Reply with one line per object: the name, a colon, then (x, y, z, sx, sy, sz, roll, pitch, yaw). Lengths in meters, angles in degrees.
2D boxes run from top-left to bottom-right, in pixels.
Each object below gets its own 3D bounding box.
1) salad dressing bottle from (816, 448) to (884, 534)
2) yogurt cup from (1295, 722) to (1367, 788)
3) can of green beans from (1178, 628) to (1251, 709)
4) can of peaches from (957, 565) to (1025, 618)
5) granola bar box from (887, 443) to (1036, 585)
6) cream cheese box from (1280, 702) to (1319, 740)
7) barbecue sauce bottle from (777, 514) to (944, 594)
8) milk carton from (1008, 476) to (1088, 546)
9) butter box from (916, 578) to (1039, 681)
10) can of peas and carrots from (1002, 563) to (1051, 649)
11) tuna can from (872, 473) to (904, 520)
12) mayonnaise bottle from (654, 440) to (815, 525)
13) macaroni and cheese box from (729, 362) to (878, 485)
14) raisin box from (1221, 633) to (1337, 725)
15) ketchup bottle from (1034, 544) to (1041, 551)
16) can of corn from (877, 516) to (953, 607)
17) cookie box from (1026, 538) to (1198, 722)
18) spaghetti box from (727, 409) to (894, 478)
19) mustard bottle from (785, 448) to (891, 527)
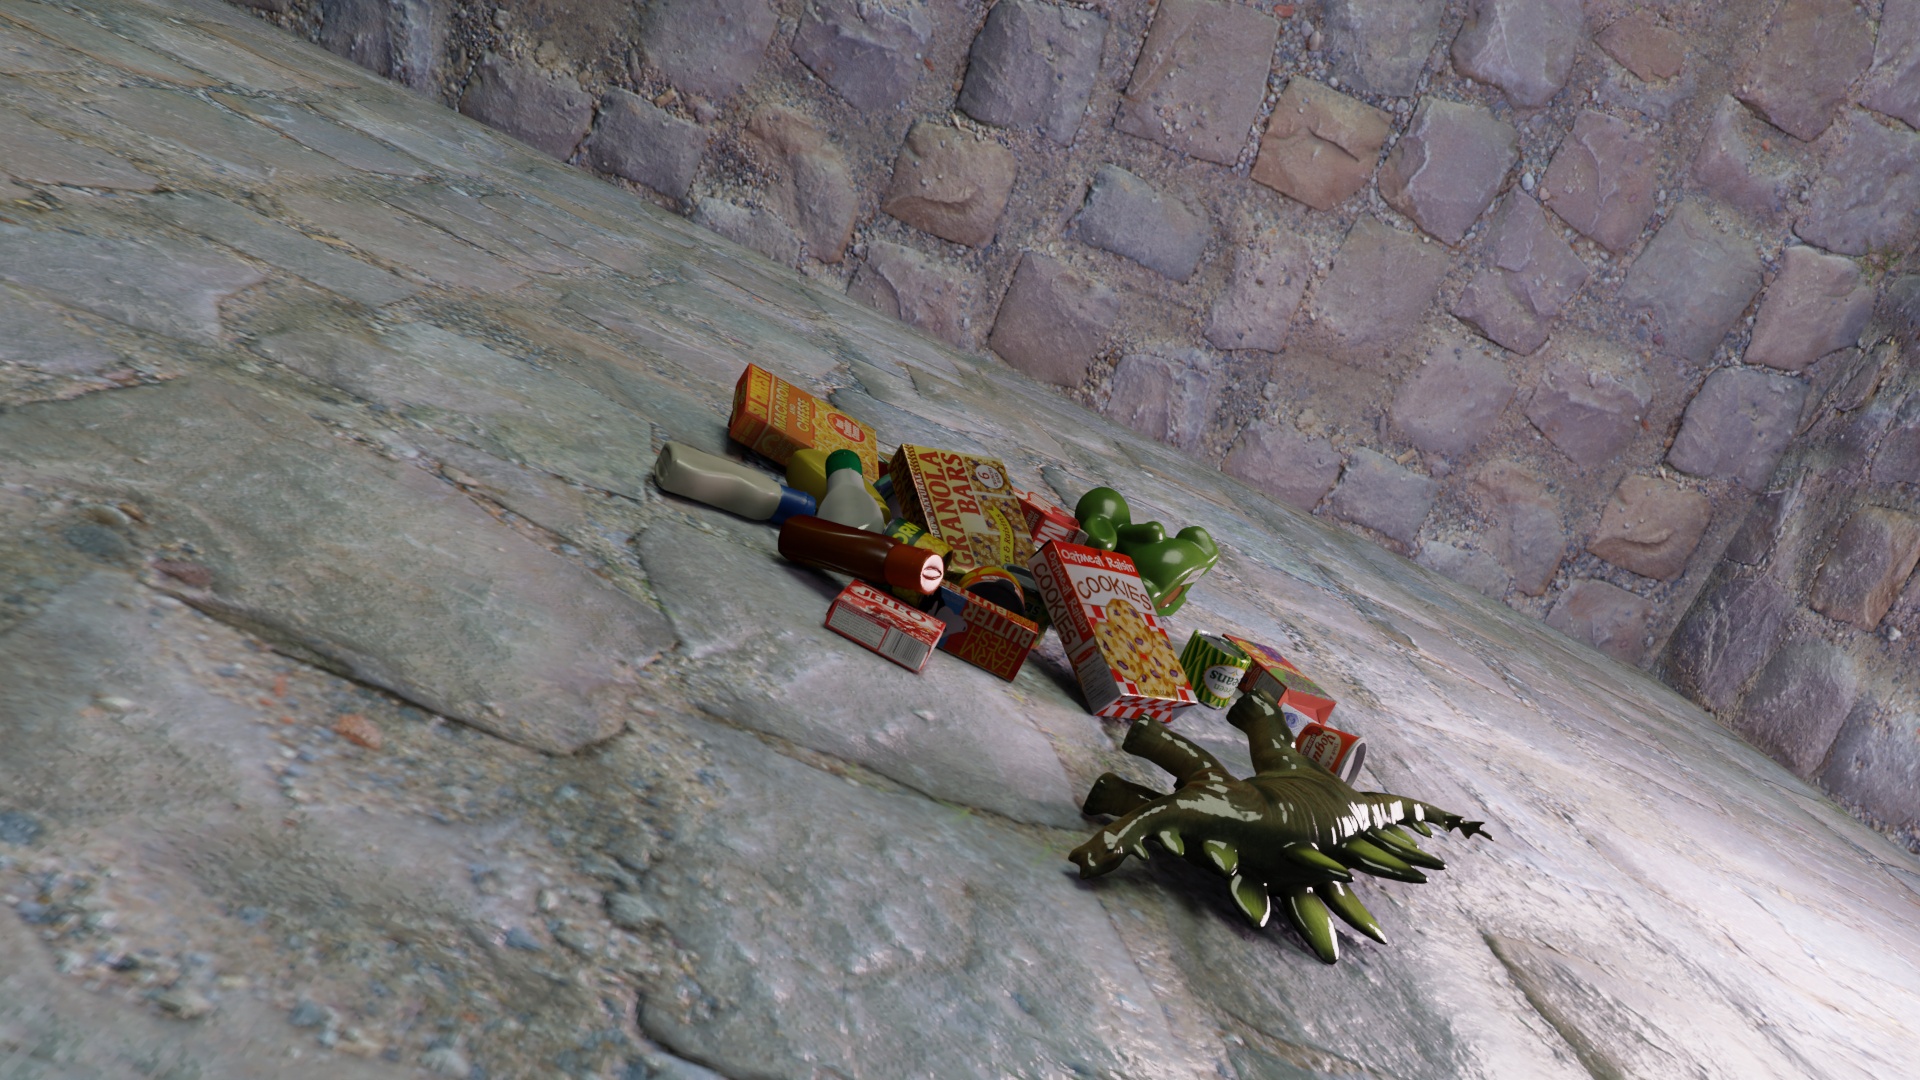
salad dressing bottle: (-0.108, -0.034, 1.327, 0.064, 0.043, 0.148, -13, 37, 1)
yogurt cup: (0.344, 0.206, 1.307, 0.054, 0.072, 0.072, 24, 10, 31)
can of green beans: (0.259, 0.132, 1.439, 0.071, 0.057, 0.071, 25, 13, -6)
can of peaches: (0.027, 0.059, 1.255, 0.071, 0.071, 0.058, 25, 12, -4)
granola bar box: (0.005, -0.018, 1.401, 0.124, 0.038, 0.166, 7, 47, -31)
cream cheese box: (0.342, 0.198, 1.416, 0.053, 0.024, 0.104, 31, 14, 13)
barbecue sauce bottle: (-0.084, 0.012, 1.196, 0.148, 0.043, 0.065, 14, 2, 33)
milk carton: (0.066, -0.022, 1.635, 0.191, 0.072, 0.073, 36, 16, 35)
butter box: (0.011, 0.076, 1.198, 0.103, 0.053, 0.024, 25, 15, -3)
can of peas and carrots: (0.057, 0.063, 1.322, 0.071, 0.058, 0.071, 24, 14, -6)
tuna can: (-0.062, -0.037, 1.458, 0.071, 0.071, 0.033, 16, 17, -37)
mayonnaise bottle: (-0.207, -0.047, 1.290, 0.148, 0.041, 0.065, 21, 15, -27)
macaroni and cheese box: (-0.172, -0.118, 1.537, 0.166, 0.040, 0.124, 27, 26, -21)
raisin box: (0.348, 0.157, 1.556, 0.086, 0.040, 0.124, 16, 18, -33)
ketchup bottle: (0.048, 0.022, 1.497, 0.065, 0.043, 0.149, 37, 16, 24)
can of corn: (-0.046, 0.019, 1.272, 0.058, 0.071, 0.071, 29, 13, 11)
cookie box: (0.141, 0.083, 1.288, 0.123, 0.040, 0.168, 12, 47, -46)
spaghetti box: (-0.156, -0.106, 1.632, 0.250, 0.028, 0.050, 16, 17, -38)
mustard bottle: (-0.115, -0.041, 1.418, 0.065, 0.048, 0.160, 4, 26, -45)
